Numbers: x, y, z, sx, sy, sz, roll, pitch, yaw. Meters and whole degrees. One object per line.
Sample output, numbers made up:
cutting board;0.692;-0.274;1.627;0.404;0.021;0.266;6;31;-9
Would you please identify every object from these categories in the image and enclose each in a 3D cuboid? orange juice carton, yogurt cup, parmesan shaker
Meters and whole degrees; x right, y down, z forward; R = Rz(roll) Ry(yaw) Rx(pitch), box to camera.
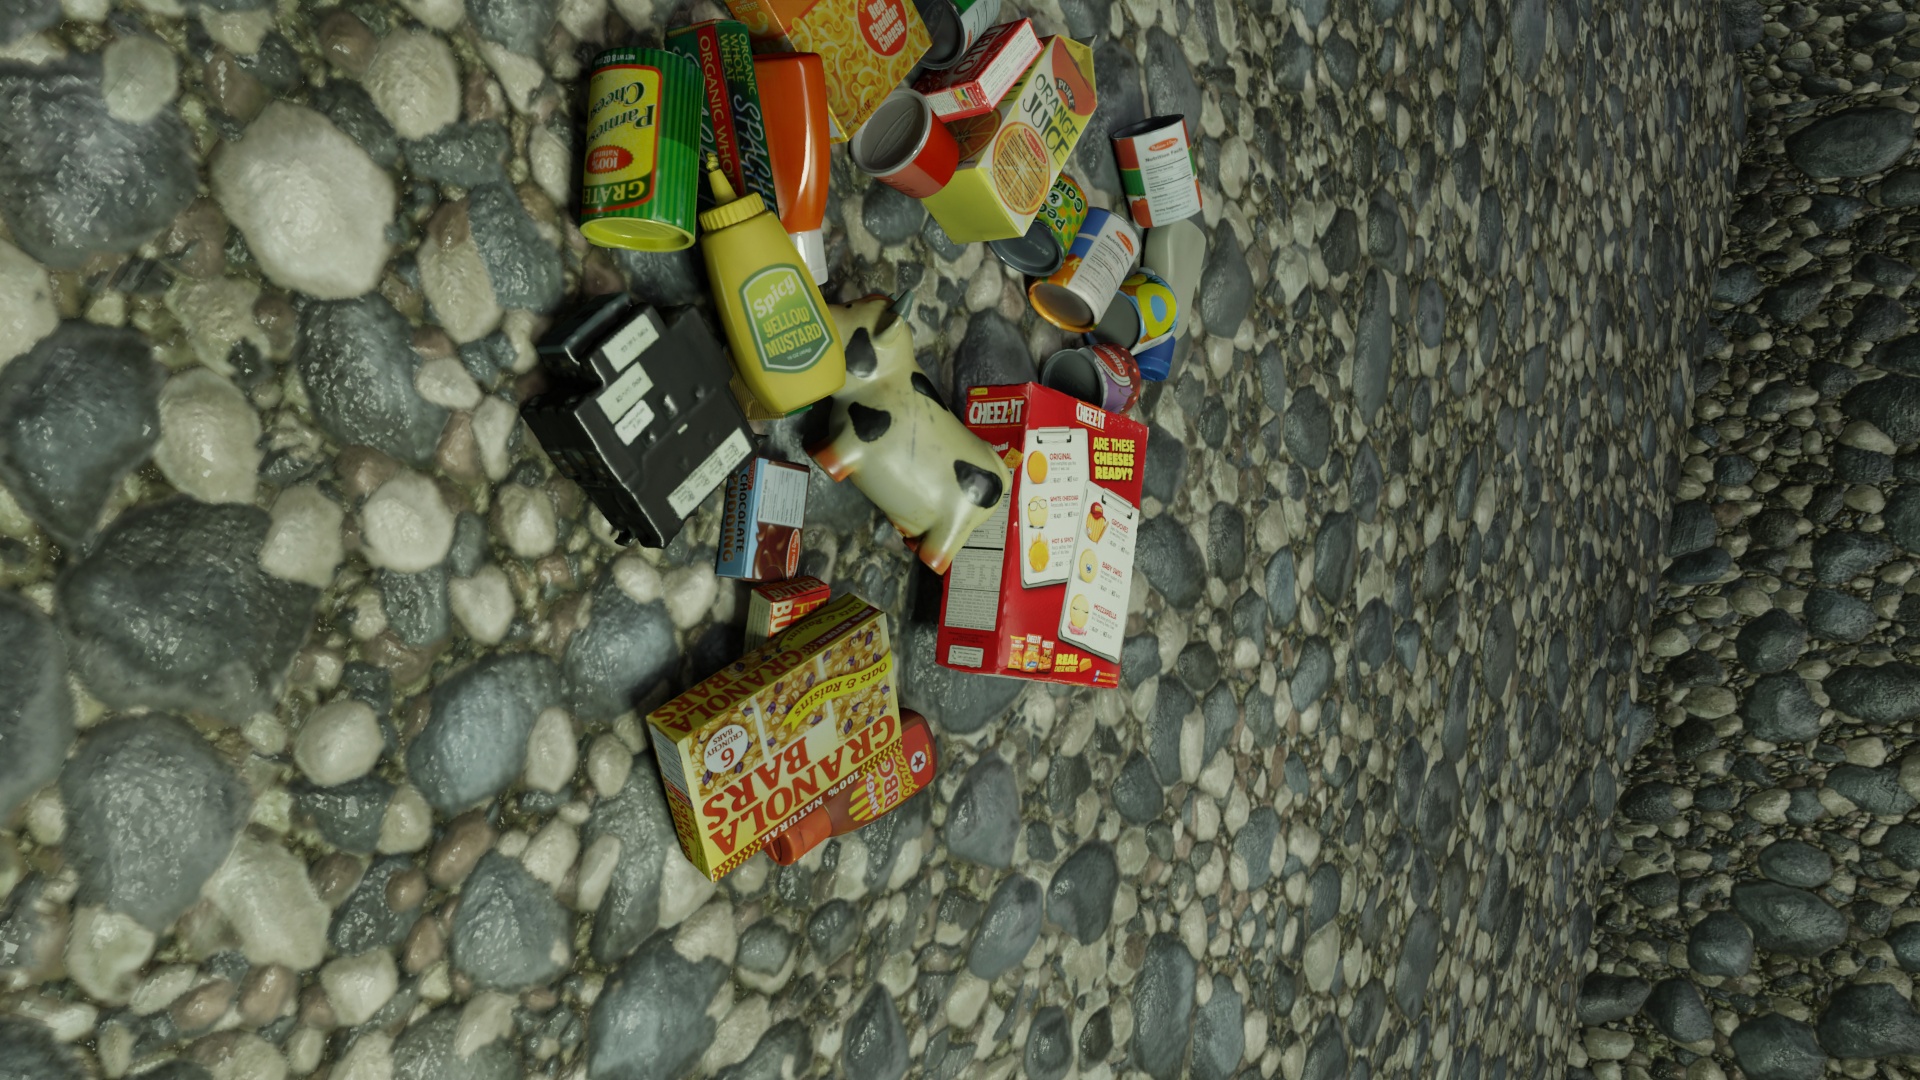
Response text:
orange juice carton;0.042;-0.325;1.079;0.073;0.072;0.193;49;57;-39
yogurt cup;-0.037;-0.282;0.998;0.054;0.072;0.072;26;72;-55
parmesan shaker;-0.190;-0.229;0.821;0.071;0.071;0.103;7;83;-49

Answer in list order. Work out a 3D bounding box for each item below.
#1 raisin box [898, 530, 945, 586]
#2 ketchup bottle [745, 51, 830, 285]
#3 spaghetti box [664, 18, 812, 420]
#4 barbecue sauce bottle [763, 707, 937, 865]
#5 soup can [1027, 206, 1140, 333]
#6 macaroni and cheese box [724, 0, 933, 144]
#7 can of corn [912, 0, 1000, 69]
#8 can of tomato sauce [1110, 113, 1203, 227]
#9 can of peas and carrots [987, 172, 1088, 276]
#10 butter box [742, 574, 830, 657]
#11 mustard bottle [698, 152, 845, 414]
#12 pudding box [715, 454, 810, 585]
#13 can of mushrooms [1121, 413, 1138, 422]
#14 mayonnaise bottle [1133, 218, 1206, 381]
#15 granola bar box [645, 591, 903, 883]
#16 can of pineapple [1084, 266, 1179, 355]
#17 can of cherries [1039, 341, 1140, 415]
raisin box;0.004;-0.014;1.078;0.123;0.040;0.086;53;55;-38
ketchup bottle;-0.114;-0.242;0.913;0.044;0.065;0.148;-40;130;-54
spaghetti box;-0.141;-0.202;0.890;0.029;0.050;0.249;-23;109;-48
barbecue sauce bottle;-0.079;0.178;0.988;0.149;0.043;0.064;-30;119;-44
soup can;0.101;-0.225;1.158;0.071;0.071;0.084;49;62;-39
macaroni and cheese box;-0.099;-0.372;0.938;0.124;0.040;0.166;-57;132;-30
can of corn;-0.014;-0.391;1.018;0.058;0.071;0.071;-55;130;-32
can of tomato sauce;0.176;-0.330;1.240;0.071;0.071;0.082;-39;121;-41
can of peas and carrots;0.063;-0.256;1.108;0.070;0.071;0.059;48;57;-39
butter box;-0.119;0.077;0.928;0.053;0.024;0.103;-12;119;-47
mustard bottle;-0.123;-0.158;0.847;0.065;0.049;0.159;-28;108;-19
pudding box;-0.131;-0.013;0.928;0.050;0.030;0.083;11;84;-50
can of mushrooms;0.134;-0.080;1.228;0.071;0.033;0.071;-3;93;-49
mayonnaise bottle;0.187;-0.222;1.277;0.064;0.041;0.148;26;74;-47
granola bar box;-0.116;0.126;0.906;0.166;0.039;0.123;-32;132;-33
can of pineapple;0.147;-0.198;1.213;0.058;0.071;0.070;-27;113;-45
can of cherries;0.111;-0.134;1.171;0.058;0.071;0.071;-18;106;-47
